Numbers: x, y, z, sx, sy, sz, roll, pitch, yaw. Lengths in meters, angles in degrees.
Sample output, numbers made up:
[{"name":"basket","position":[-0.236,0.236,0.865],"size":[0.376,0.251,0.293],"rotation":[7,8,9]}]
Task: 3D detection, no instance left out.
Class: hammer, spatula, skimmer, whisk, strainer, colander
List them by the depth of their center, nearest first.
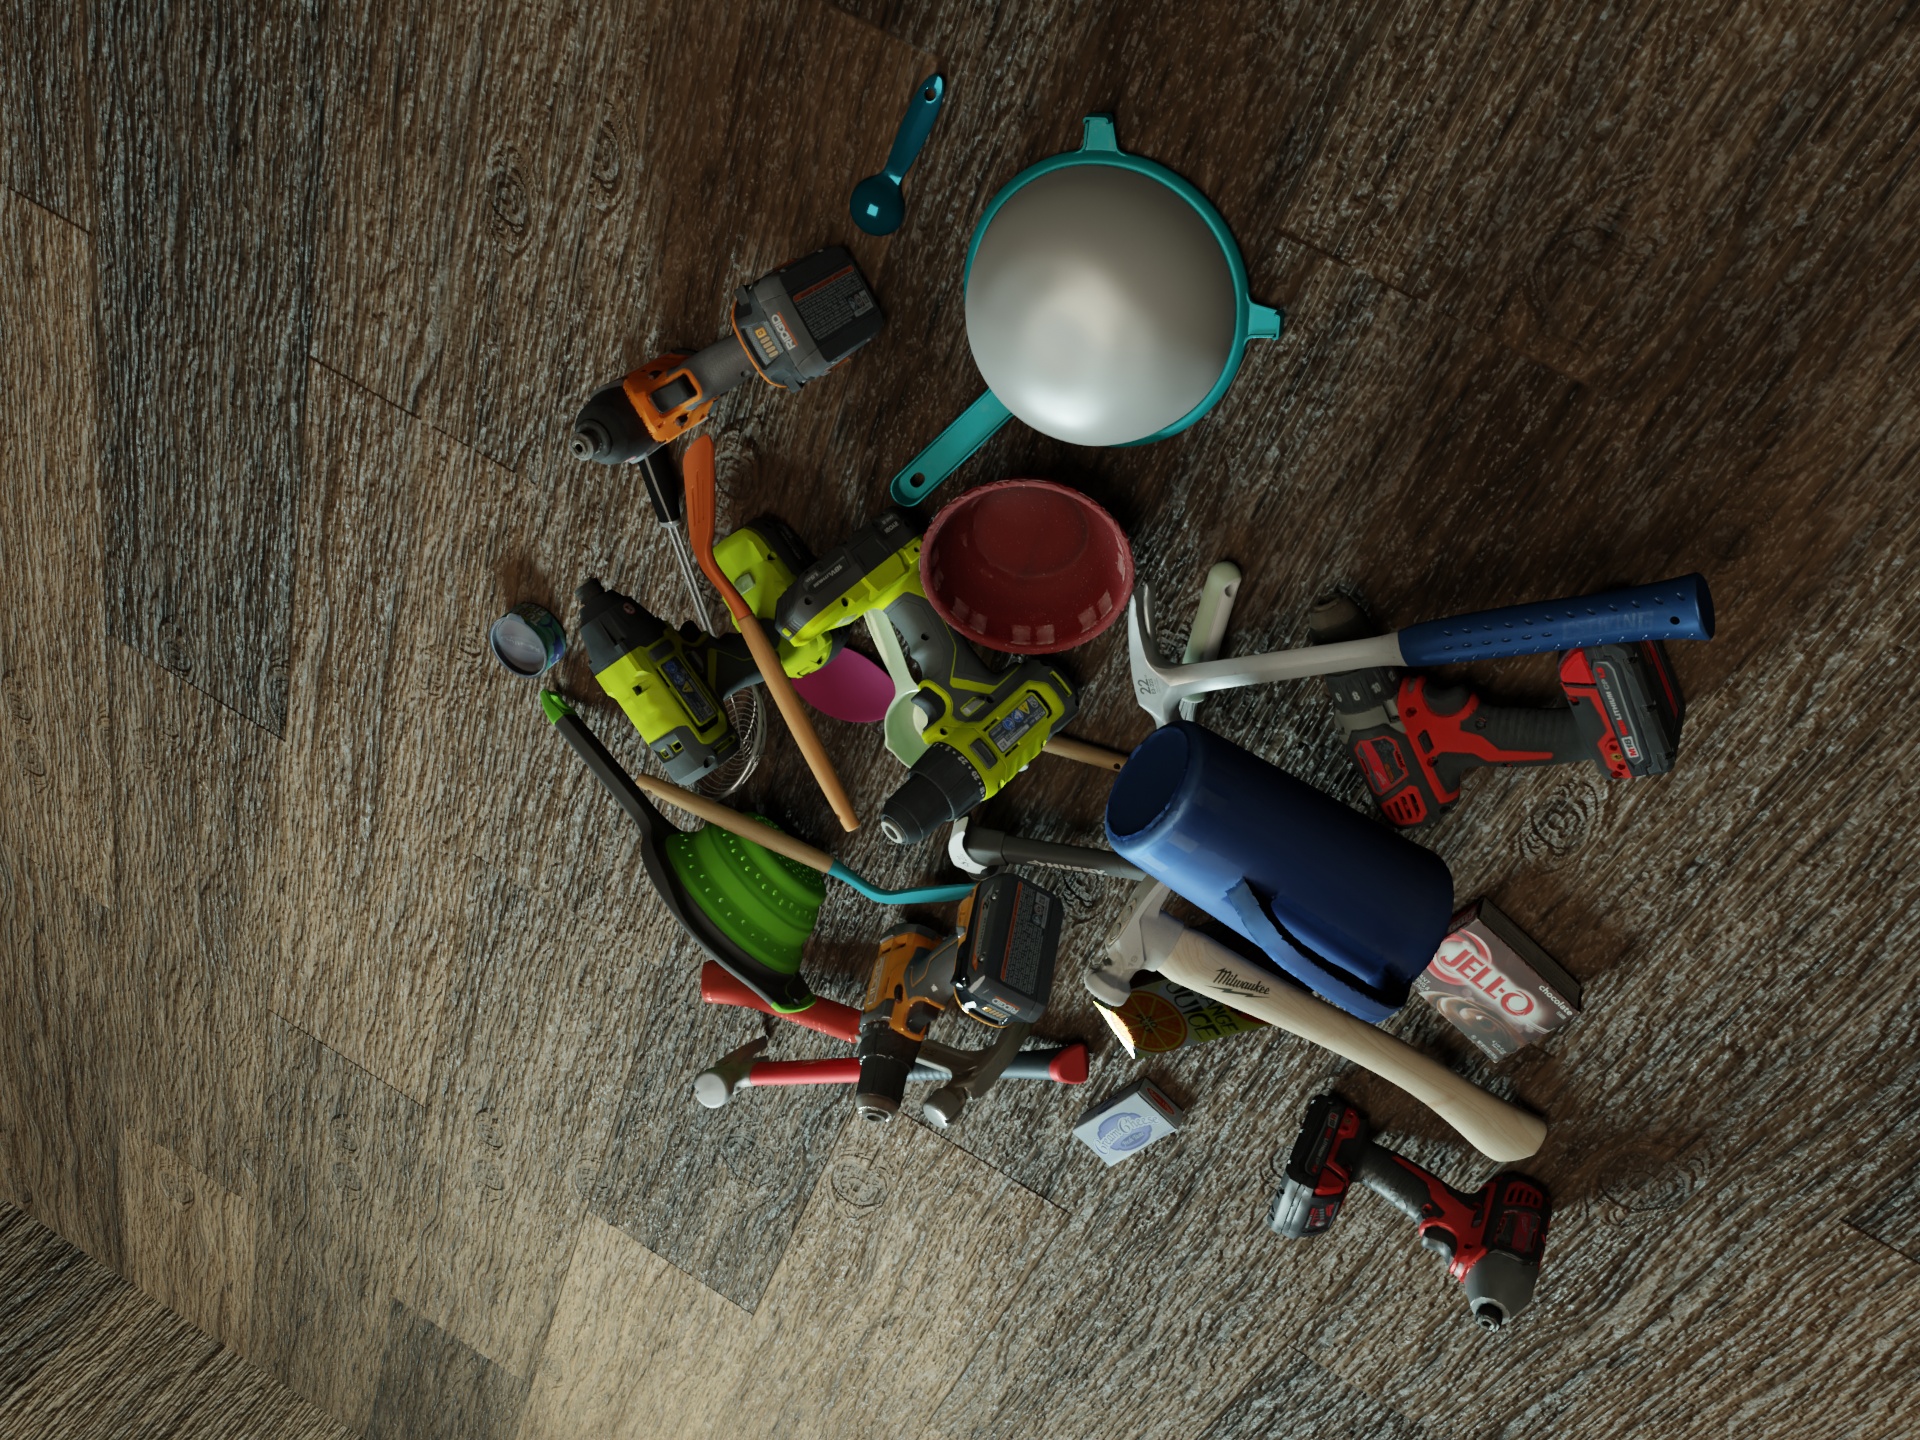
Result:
[{"name":"hammer","position":[0.290,-0.053,1.081],"size":[0.405,0.035,0.144],"rotation":[-8,108,39]},{"name":"strainer","position":[0.044,-0.241,1.124],"size":[0.211,0.095,0.340],"rotation":[47,128,-7]},{"name":"spatula","position":[-0.148,-0.063,1.231],"size":[0.322,0.041,0.081],"rotation":[64,157,-7]},{"name":"whisk","position":[0.177,-0.014,1.238],"size":[0.059,0.057,0.246],"rotation":[42,133,38]},{"name":"hammer","position":[0.308,0.243,1.285],"size":[0.410,0.038,0.146],"rotation":[29,102,-12]},{"name":"hammer","position":[0.150,0.120,1.318],"size":[0.335,0.035,0.146],"rotation":[7,157,17]},{"name":"skimmer","position":[-0.251,-0.104,1.368],"size":[0.127,0.090,0.363],"rotation":[9,124,40]},{"name":"spatula","position":[-0.134,0.108,1.404],"size":[0.317,0.044,0.082],"rotation":[25,159,-10]},{"name":"colander","position":[-0.246,0.093,1.493],"size":[0.094,0.204,0.397],"rotation":[-43,78,6]},{"name":"hammer","position":[-0.111,0.289,1.560],"size":[0.359,0.149,0.036],"rotation":[11,129,35]},{"name":"hammer","position":[-0.059,0.339,1.572],"size":[0.386,0.143,0.038],"rotation":[-6,93,18]}]

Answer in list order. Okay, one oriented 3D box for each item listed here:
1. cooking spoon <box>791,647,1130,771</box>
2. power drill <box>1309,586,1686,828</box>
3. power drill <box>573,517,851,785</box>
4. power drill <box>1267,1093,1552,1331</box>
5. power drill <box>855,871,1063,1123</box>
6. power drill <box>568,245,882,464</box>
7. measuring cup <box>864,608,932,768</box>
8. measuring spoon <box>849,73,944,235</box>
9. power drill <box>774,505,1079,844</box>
[{"name":"cooking spoon","position":[-0.002,-0.004,1.353],"size":[0.319,0.017,0.068],"rotation":[17,117,17]},{"name":"power drill","position":[0.366,-0.024,1.115],"size":[0.227,0.080,0.187],"rotation":[-15,112,37]},{"name":"power drill","position":[-0.198,-0.070,1.272],"size":[0.080,0.223,0.171],"rotation":[-28,99,38]},{"name":"power drill","position":[0.384,0.422,1.355],"size":[0.220,0.143,0.078],"rotation":[21,131,17]},{"name":"power drill","position":[-0.015,0.246,1.395],"size":[0.084,0.185,0.226],"rotation":[30,142,-23]},{"name":"power drill","position":[-0.186,-0.260,1.187],"size":[0.226,0.164,0.084],"rotation":[-20,108,33]},{"name":"measuring cup","position":[-0.040,-0.037,1.325],"size":[0.083,0.038,0.167],"rotation":[-19,99,29]},{"name":"measuring spoon","position":[-0.045,-0.394,1.115],"size":[0.042,0.021,0.128],"rotation":[36,131,2]},{"name":"power drill","position":[-0.039,-0.034,1.248],"size":[0.228,0.190,0.080],"rotation":[51,156,-3]}]
